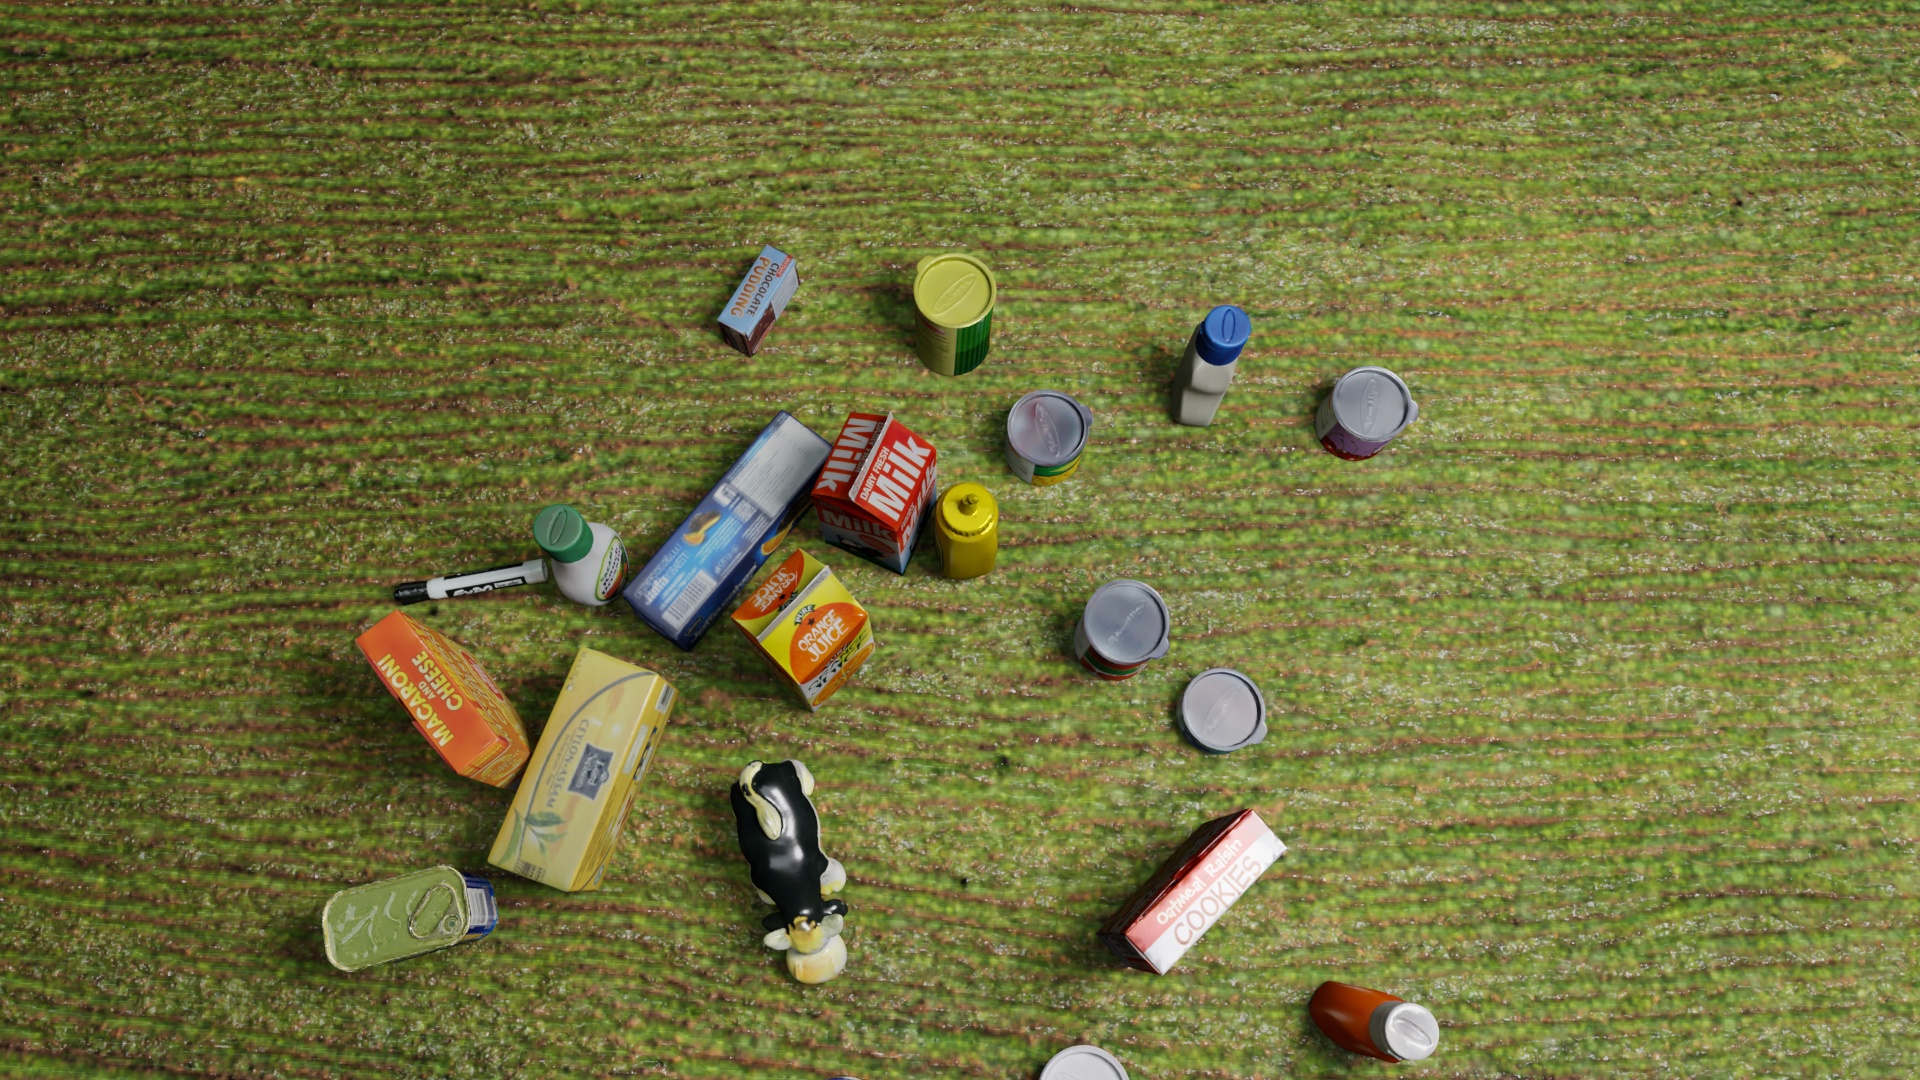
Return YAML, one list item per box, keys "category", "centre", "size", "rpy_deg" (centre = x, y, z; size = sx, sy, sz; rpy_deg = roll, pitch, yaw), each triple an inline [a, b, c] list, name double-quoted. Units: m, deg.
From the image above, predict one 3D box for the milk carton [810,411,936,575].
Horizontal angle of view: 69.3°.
- category: "milk carton"
  centre: [-0.065, -0.038, 1.068]
  size: [0.073, 0.190, 0.072]
  rpy_deg: [23, 76, 5]

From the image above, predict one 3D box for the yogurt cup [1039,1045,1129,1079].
- category: "yogurt cup"
  centre: [0.088, 0.404, 1.018]
  size: [0.072, 0.053, 0.072]
  rpy_deg: [0, 74, -1]

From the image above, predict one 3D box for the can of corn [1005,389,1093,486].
- category: "can of corn"
  centre: [0.073, -0.085, 1.154]
  size: [0.071, 0.058, 0.071]
  rpy_deg: [0, 74, -1]

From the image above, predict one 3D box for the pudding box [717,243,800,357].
- category: "pudding box"
  centre: [-0.171, -0.204, 1.186]
  size: [0.030, 0.049, 0.084]
  rpy_deg: [28, 76, 6]

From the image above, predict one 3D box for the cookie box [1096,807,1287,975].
- category: "cookie box"
  centre: [0.162, 0.254, 1.004]
  size: [0.123, 0.167, 0.040]
  rpy_deg: [-42, 80, -11]

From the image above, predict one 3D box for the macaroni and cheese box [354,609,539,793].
- category: "macaroni and cheese box"
  centre: [-0.368, 0.124, 1.027]
  size: [0.040, 0.166, 0.124]
  rpy_deg: [-40, 79, -11]

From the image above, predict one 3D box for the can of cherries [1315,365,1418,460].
- category: "can of cherries"
  centre: [0.340, -0.104, 1.166]
  size: [0.071, 0.058, 0.071]
  rpy_deg: [0, 74, -1]

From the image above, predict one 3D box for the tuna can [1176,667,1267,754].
- category: "tuna can"
  centre: [0.209, 0.138, 1.107]
  size: [0.071, 0.032, 0.071]
  rpy_deg: [0, 74, -1]

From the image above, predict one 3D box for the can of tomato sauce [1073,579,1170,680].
- category: "can of tomato sauce"
  centre: [0.128, 0.073, 1.098]
  size: [0.071, 0.083, 0.071]
  rpy_deg: [0, 75, -1]

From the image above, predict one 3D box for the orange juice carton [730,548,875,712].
- category: "orange juice carton"
  centre: [-0.116, 0.067, 1.036]
  size: [0.073, 0.192, 0.072]
  rpy_deg: [43, 78, 10]

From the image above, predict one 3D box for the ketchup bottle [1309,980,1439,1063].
- category: "ketchup bottle"
  centre: [0.298, 0.346, 0.991]
  size: [0.065, 0.148, 0.043]
  rpy_deg: [33, 77, 7]

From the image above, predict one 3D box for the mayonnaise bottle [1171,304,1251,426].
- category: "mayonnaise bottle"
  centre: [0.202, -0.144, 1.127]
  size: [0.041, 0.147, 0.065]
  rpy_deg: [8, 75, 1]

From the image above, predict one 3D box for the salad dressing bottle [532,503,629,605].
- category: "salad dressing bottle"
  centre: [-0.293, 0.010, 1.071]
  size: [0.044, 0.147, 0.064]
  rpy_deg: [15, 75, 3]

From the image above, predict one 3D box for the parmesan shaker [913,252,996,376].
- category: "parmesan shaker"
  centre: [-0.007, -0.189, 1.158]
  size: [0.071, 0.103, 0.071]
  rpy_deg: [0, 75, -1]

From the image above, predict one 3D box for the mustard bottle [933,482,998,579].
- category: "mustard bottle"
  centre: [0.004, -0.014, 1.079]
  size: [0.049, 0.160, 0.065]
  rpy_deg: [-9, 75, -4]
